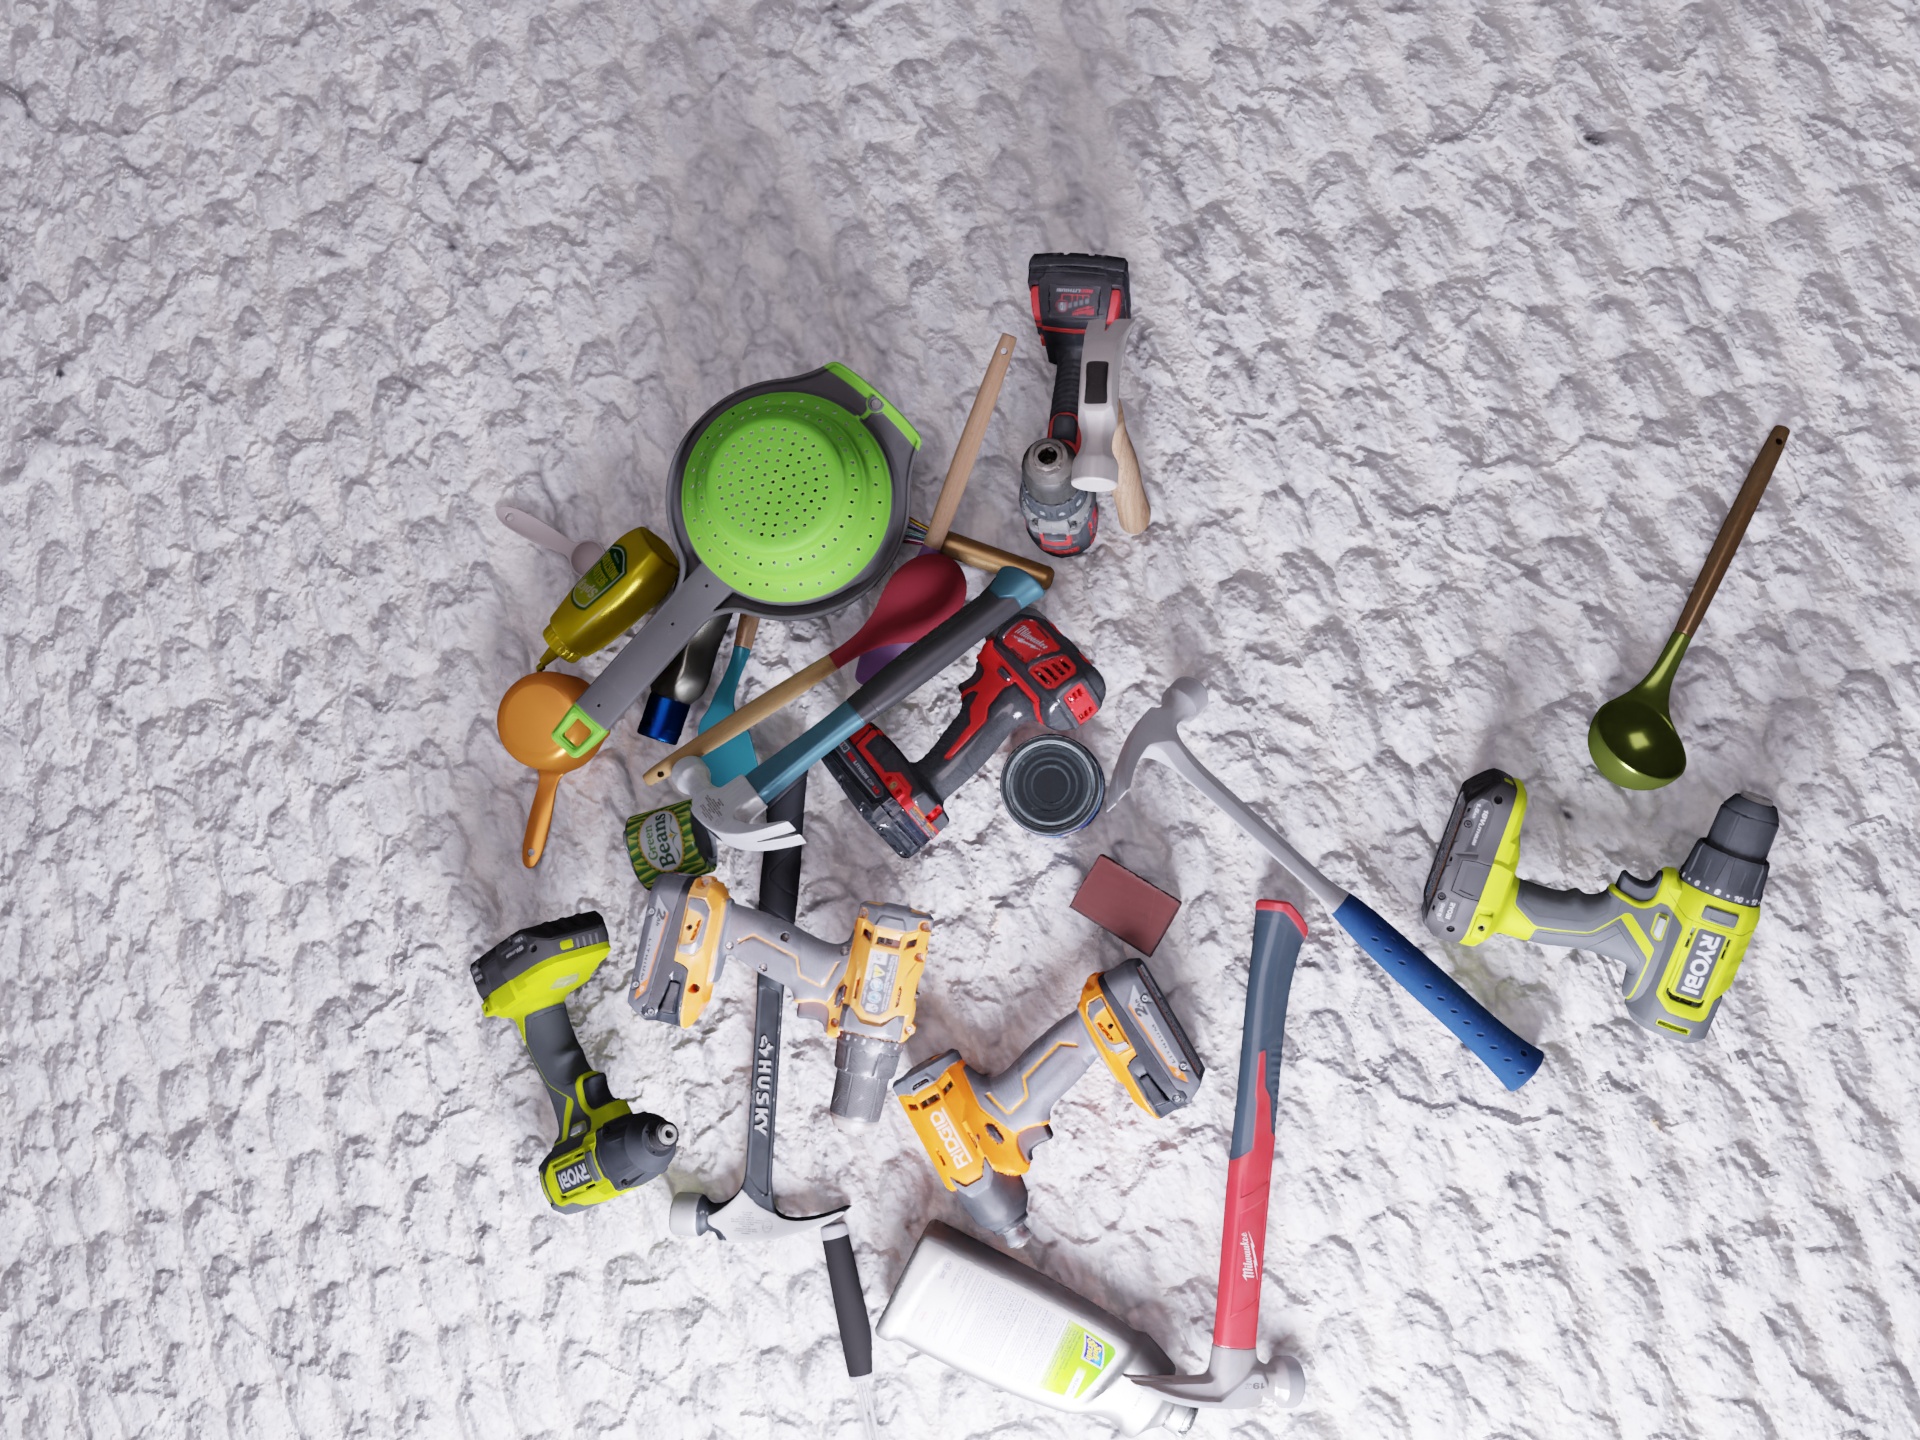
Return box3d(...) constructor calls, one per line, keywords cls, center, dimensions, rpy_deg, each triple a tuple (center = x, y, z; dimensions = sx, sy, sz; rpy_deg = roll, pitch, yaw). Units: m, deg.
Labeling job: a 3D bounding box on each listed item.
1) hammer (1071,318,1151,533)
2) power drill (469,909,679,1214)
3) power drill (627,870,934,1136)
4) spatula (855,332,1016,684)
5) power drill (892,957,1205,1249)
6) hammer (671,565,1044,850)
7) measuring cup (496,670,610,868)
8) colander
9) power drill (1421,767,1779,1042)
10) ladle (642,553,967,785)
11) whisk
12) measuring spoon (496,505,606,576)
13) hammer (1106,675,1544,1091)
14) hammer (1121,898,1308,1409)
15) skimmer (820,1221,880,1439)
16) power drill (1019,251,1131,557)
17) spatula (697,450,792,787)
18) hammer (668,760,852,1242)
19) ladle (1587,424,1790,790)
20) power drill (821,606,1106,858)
box3d(cls="hammer", center=(0.118, -0.198, 1.184), dimensions=(0.031, 0.331, 0.130), rpy_deg=(3, 83, 11))
box3d(cls="power drill", center=(-0.310, 0.278, 1.301), dimensions=(0.171, 0.080, 0.223), rpy_deg=(-33, 75, 42))
box3d(cls="power drill", center=(-0.146, 0.223, 1.279), dimensions=(0.226, 0.084, 0.185), rpy_deg=(11, 86, 4))
box3d(cls="spatula", center=(-0.013, -0.167, 1.320), dimensions=(0.059, 0.018, 0.316), rpy_deg=(19, 105, -7))
box3d(cls="power drill", center=(0.078, 0.306, 1.266), dimensions=(0.226, 0.084, 0.164), rpy_deg=(-31, 81, 9))
box3d(cls="hammer", center=(-0.074, -0.016, 1.274), dimensions=(0.331, 0.033, 0.128), rpy_deg=(-38, 50, -4))
box3d(cls="measuring cup", center=(-0.365, 0.041, 1.377), dimensions=(0.095, 0.052, 0.174), rpy_deg=(9, 83, 10))
box3d(cls="colander", center=(-0.199, -0.125, 1.289), dimensions=(0.204, 0.094, 0.397), rpy_deg=(42, 90, 3))
box3d(cls="power drill", center=(0.485, 0.120, 1.204), dimensions=(0.228, 0.080, 0.190), rpy_deg=(18, 104, 10))
box3d(cls="ladle", center=(-0.128, -0.036, 1.312), dimensions=(0.315, 0.031, 0.069), rpy_deg=(-33, 113, -1))
box3d(cls="whisk", center=(-0.037, -0.157, 1.356), dimensions=(0.245, 0.051, 0.047), rpy_deg=(20, 98, 6))
box3d(cls="measuring spoon", center=(-0.365, -0.162, 1.422), dimensions=(0.124, 0.018, 0.034), rpy_deg=(28, 89, 18))
box3d(cls="hammer", center=(0.286, 0.140, 1.247), dimensions=(0.405, 0.035, 0.144), rpy_deg=(43, 52, 6))
box3d(cls="hammer", center=(0.214, 0.331, 1.240), dimensions=(0.143, 0.038, 0.386), rpy_deg=(9, 81, -17))
box3d(cls="skimmer", center=(-0.085, 0.589, 1.254), dimensions=(0.127, 0.090, 0.363), rpy_deg=(-20, 77, 38))
box3d(cls="power drill", center=(0.085, -0.257, 1.273), dimensions=(0.080, 0.187, 0.227), rpy_deg=(5, 81, 9))
box3d(cls="spatula", center=(-0.176, -0.083, 1.370), dimensions=(0.082, 0.044, 0.318), rpy_deg=(3, 75, 38))
box3d(cls="hammer", center=(-0.155, 0.228, 1.333), dimensions=(0.149, 0.036, 0.409), rpy_deg=(3, 84, 8))
box3d(cls="ladle", center=(0.580, -0.091, 1.240), dimensions=(0.078, 0.062, 0.320), rpy_deg=(27, 86, 1))
box3d(cls="power drill", center=(-0.002, -0.004, 1.302), dimensions=(0.219, 0.078, 0.143), rpy_deg=(-39, 52, -1))
